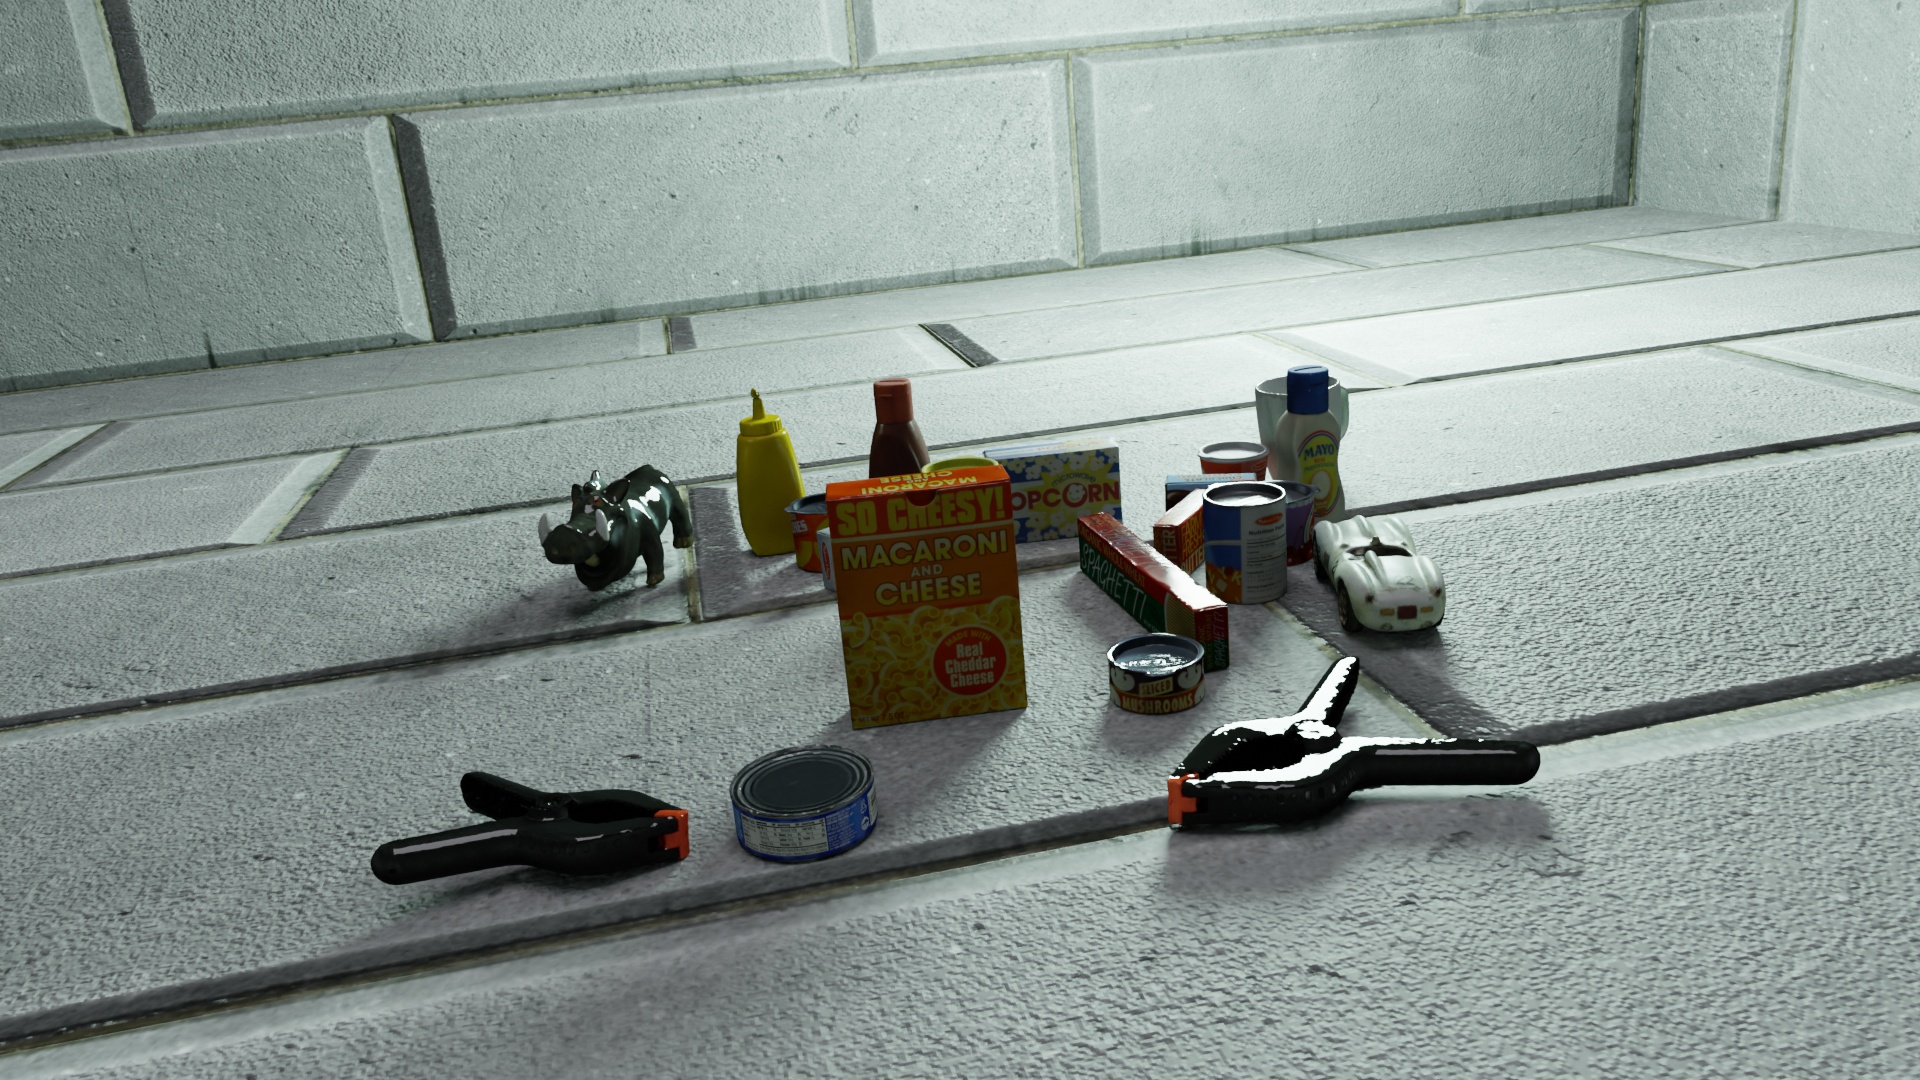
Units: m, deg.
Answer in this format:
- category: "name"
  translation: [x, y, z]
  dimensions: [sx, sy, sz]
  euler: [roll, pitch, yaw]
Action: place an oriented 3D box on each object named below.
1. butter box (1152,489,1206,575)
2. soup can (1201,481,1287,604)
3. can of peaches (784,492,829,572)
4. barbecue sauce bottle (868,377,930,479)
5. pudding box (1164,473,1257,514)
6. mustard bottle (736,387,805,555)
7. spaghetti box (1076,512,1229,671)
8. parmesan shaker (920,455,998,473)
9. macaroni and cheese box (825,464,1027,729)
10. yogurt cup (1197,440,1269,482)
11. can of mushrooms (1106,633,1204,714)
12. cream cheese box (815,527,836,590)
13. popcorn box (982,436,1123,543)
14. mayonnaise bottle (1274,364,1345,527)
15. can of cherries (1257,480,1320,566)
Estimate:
- category: "butter box"
  translation: [0.196, -0.005, 1.196]
  dimensions: [0.024, 0.053, 0.104]
  euler: [5, 21, 29]
- category: "soup can"
  translation: [0.228, 0.001, 1.122]
  dimensions: [0.071, 0.083, 0.071]
  euler: [-5, 18, 2]
- category: "can of peaches"
  translation: [-0.124, -0.008, 1.280]
  dimensions: [0.071, 0.058, 0.071]
  euler: [-5, 18, 2]
- category: "barbecue sauce bottle"
  translation: [-0.059, -0.081, 1.339]
  dimensions: [0.065, 0.148, 0.044]
  euler: [1, 19, 19]
- category: "pudding box"
  translation: [0.231, -0.035, 1.282]
  dimensions: [0.084, 0.049, 0.030]
  euler: [-2, 18, 10]
- category: "mustard bottle"
  translation: [-0.182, -0.067, 1.313]
  dimensions: [0.065, 0.159, 0.049]
  euler: [-9, 18, -12]
- category: "spaghetti box"
  translation: [0.146, 0.035, 1.095]
  dimensions: [0.029, 0.050, 0.250]
  euler: [-9, 19, -13]
- category: "parmesan shaker"
  translation: [0.004, -0.015, 1.198]
  dimensions: [0.071, 0.102, 0.071]
  euler: [-5, 18, 2]
- category: "macaroni and cheese box"
  translation: [-0.022, 0.039, 0.944]
  dimensions: [0.124, 0.165, 0.040]
  euler: [-7, 18, -5]
- category: "yogurt cup"
  translation: [0.266, -0.064, 1.351]
  dimensions: [0.072, 0.053, 0.072]
  euler: [-5, 18, 2]
- category: "can of mushrooms"
  translation: [0.134, 0.092, 0.953]
  dimensions: [0.071, 0.033, 0.071]
  euler: [-5, 18, 2]
- category: "cream cheese box"
  translation: [-0.081, 0.005, 1.239]
  dimensions: [0.024, 0.053, 0.104]
  euler: [13, 25, 43]
- category: "popcorn box"
  translation: [0.086, -0.046, 1.298]
  dimensions: [0.127, 0.085, 0.038]
  euler: [-6, 18, -4]
- category: "mayonnaise bottle"
  translation: [0.311, -0.081, 1.243]
  dimensions: [0.065, 0.147, 0.041]
  euler: [-10, 19, -16]
- category: "can of cherries"
  translation: [0.274, -0.015, 1.197]
  dimensions: [0.071, 0.058, 0.072]
  euler: [-5, 18, 2]
